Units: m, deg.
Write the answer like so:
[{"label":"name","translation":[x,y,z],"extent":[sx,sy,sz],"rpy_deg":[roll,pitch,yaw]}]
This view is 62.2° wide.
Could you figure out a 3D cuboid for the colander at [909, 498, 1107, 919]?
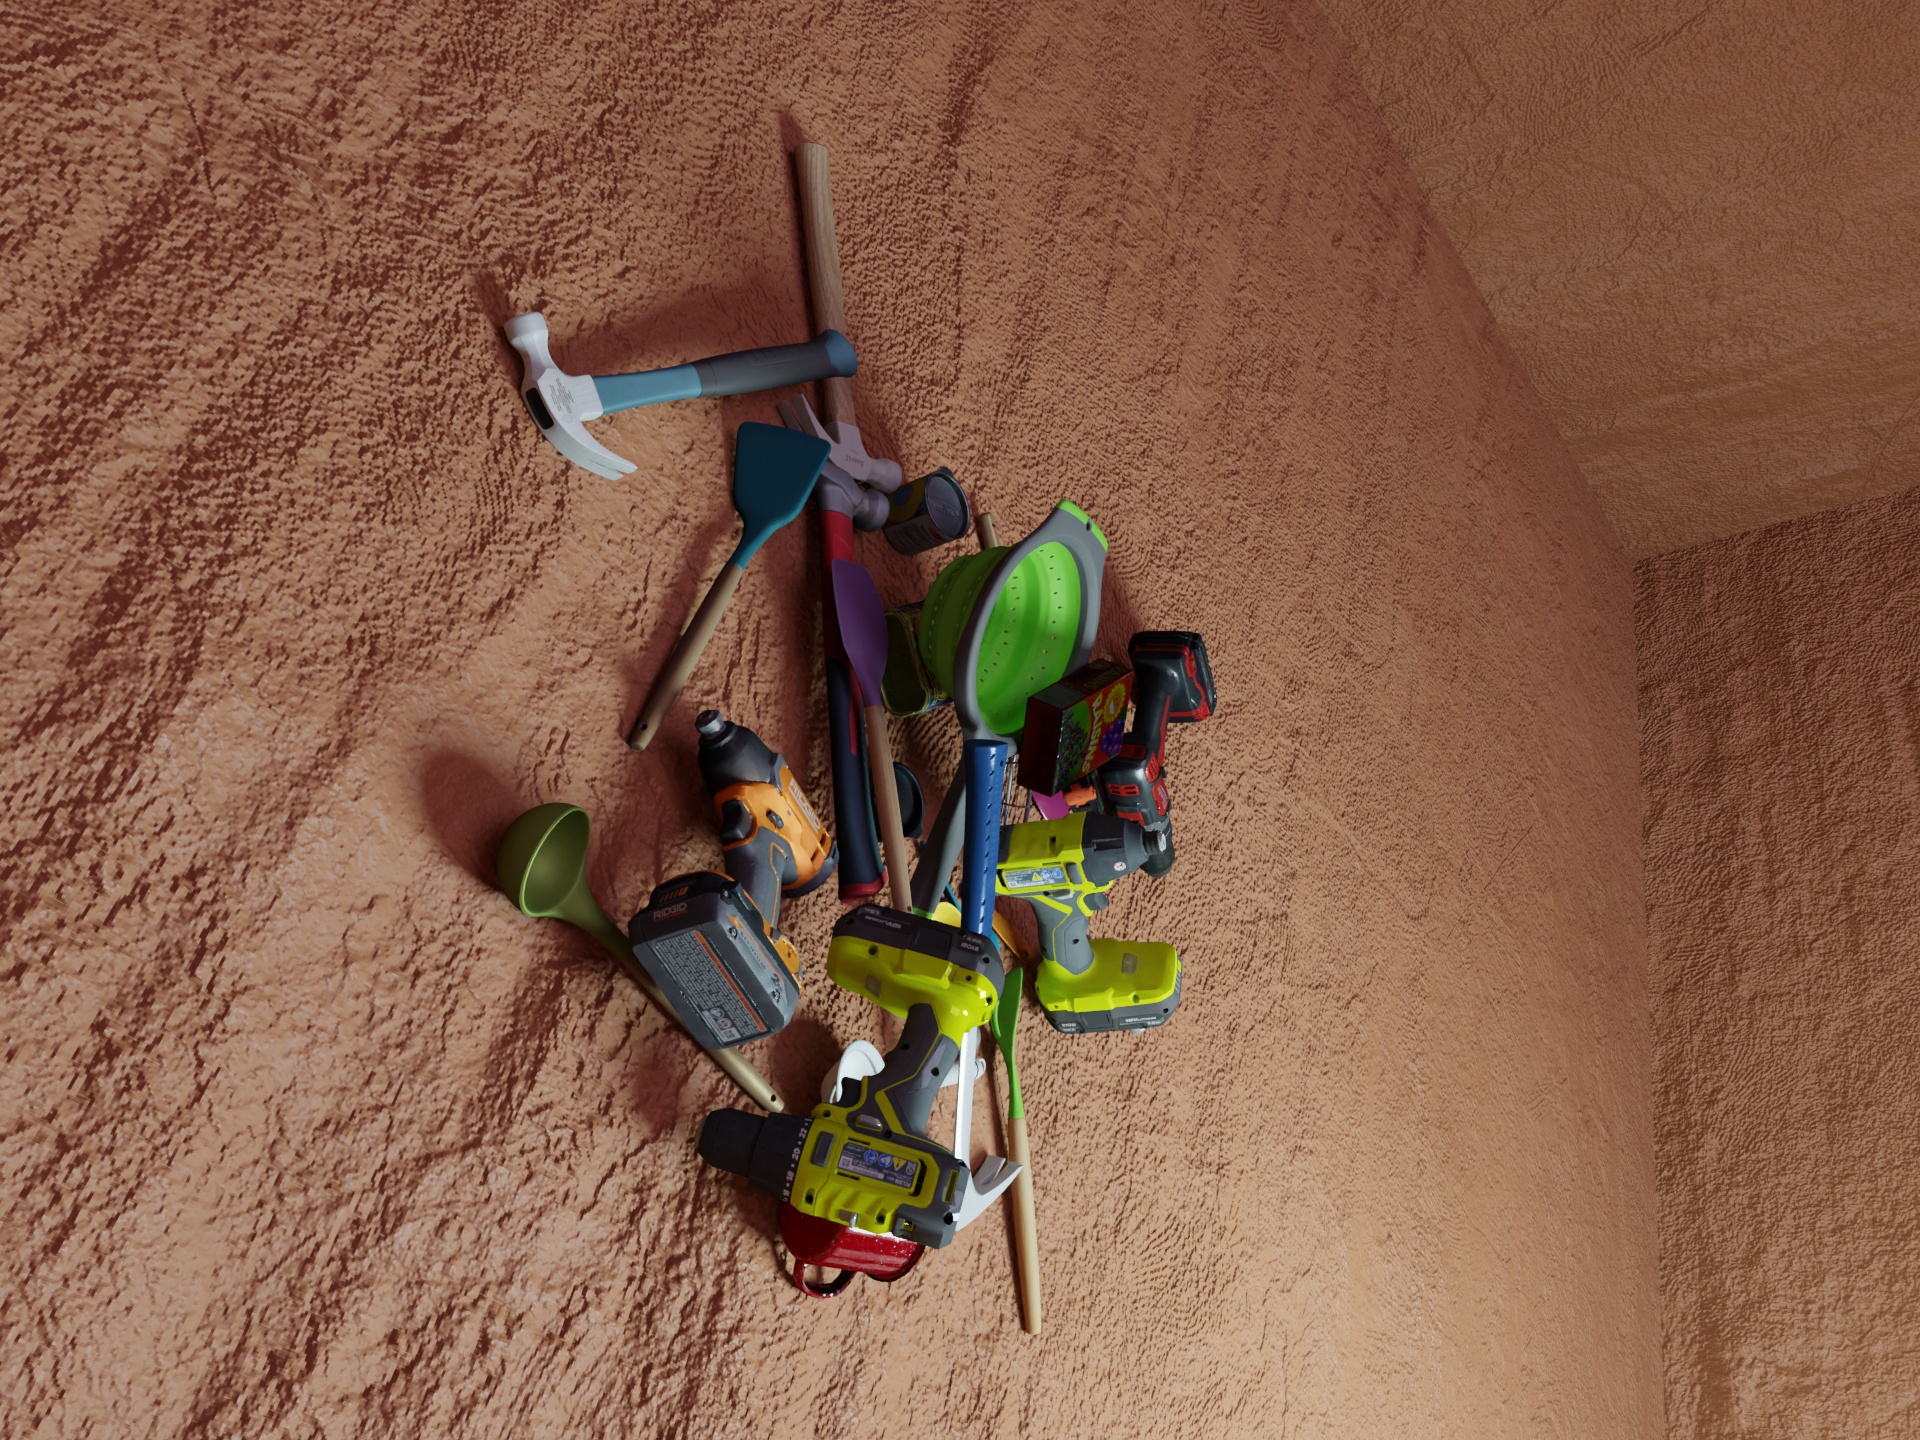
[{"label":"colander","translation":[-0.002,-0.004,1.355],"extent":[0.204,0.094,0.397],"rpy_deg":[32,80,-59]}]

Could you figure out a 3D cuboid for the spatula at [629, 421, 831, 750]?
[{"label":"spatula","translation":[-0.191,-0.108,1.251],"extent":[0.044,0.082,0.318],"rpy_deg":[93,15,-54]}]

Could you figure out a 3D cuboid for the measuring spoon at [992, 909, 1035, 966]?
[{"label":"measuring spoon","translation":[0.036,0.194,1.472],"extent":[0.116,0.011,0.021],"rpy_deg":[50,40,-35]}]

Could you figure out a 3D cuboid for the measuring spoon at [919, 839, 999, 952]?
[{"label":"measuring spoon","translation":[0.002,0.159,1.413],"extent":[0.021,0.042,0.128],"rpy_deg":[-30,97,-19]}]

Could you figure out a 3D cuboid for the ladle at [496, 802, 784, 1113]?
[{"label":"ladle","translation":[-0.211,0.179,1.114],"extent":[0.319,0.062,0.078],"rpy_deg":[54,50,-29]}]

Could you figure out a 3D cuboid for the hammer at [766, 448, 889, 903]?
[{"label":"hammer","translation":[-0.107,-0.041,1.320],"extent":[0.143,0.038,0.387],"rpy_deg":[20,57,-47]}]

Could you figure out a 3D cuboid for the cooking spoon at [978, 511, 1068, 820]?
[{"label":"cooking spoon","translation":[0.062,-0.053,1.586],"extent":[0.068,0.017,0.319],"rpy_deg":[-12,87,-55]}]

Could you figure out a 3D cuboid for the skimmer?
[{"label":"skimmer","translation":[0.116,0.159,1.519],"extent":[0.363,0.090,0.127],"rpy_deg":[57,13,-25]}]

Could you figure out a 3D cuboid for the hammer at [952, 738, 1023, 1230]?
[{"label":"hammer","translation":[0.012,0.218,1.305],"extent":[0.144,0.035,0.405],"rpy_deg":[-7,102,-57]}]

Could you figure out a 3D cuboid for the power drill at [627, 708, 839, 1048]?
[{"label":"power drill","translation":[-0.162,0.103,1.141],"extent":[0.164,0.084,0.227],"rpy_deg":[61,20,-27]}]

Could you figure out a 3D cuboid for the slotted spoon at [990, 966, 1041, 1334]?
[{"label":"slotted spoon","translation":[0.051,0.376,1.400],"extent":[0.070,0.031,0.314],"rpy_deg":[123,-37,-79]}]

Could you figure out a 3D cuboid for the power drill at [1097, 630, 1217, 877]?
[{"label":"power drill","translation":[0.209,0.035,1.685],"extent":[0.187,0.080,0.227],"rpy_deg":[68,33,-42]}]

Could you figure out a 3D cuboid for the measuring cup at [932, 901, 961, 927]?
[{"label":"measuring cup","translation":[-0.025,0.228,1.351],"extent":[0.062,0.029,0.157],"rpy_deg":[41,43,-37]}]

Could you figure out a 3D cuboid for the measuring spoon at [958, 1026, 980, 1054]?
[{"label":"measuring spoon","translation":[0.018,0.242,1.421],"extent":[0.034,0.018,0.124],"rpy_deg":[47,43,-31]}]

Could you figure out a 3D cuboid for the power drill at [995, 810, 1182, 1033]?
[{"label":"power drill","translation":[0.118,0.177,1.422],"extent":[0.080,0.171,0.223],"rpy_deg":[-76,151,-48]}]

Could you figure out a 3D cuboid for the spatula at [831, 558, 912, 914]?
[{"label":"spatula","translation":[-0.066,0.014,1.297],"extent":[0.059,0.018,0.316],"rpy_deg":[12,62,-48]}]

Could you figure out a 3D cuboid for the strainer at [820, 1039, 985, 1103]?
[{"label":"strainer","translation":[-0.048,0.298,1.297],"extent":[0.258,0.050,0.087],"rpy_deg":[7,75,-57]}]

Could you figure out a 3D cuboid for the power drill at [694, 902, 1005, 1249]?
[{"label":"power drill","translation":[-0.071,0.253,1.158],"extent":[0.080,0.190,0.229],"rpy_deg":[100,7,-51]}]

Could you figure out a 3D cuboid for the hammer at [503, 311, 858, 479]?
[{"label":"hammer","translation":[-0.205,-0.276,1.276],"extent":[0.331,0.033,0.128],"rpy_deg":[-24,98,-46]}]

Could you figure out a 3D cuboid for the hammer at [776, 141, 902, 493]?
[{"label":"hammer","translation":[-0.122,-0.375,1.452],"extent":[0.130,0.031,0.331],"rpy_deg":[8,71,-52]}]
